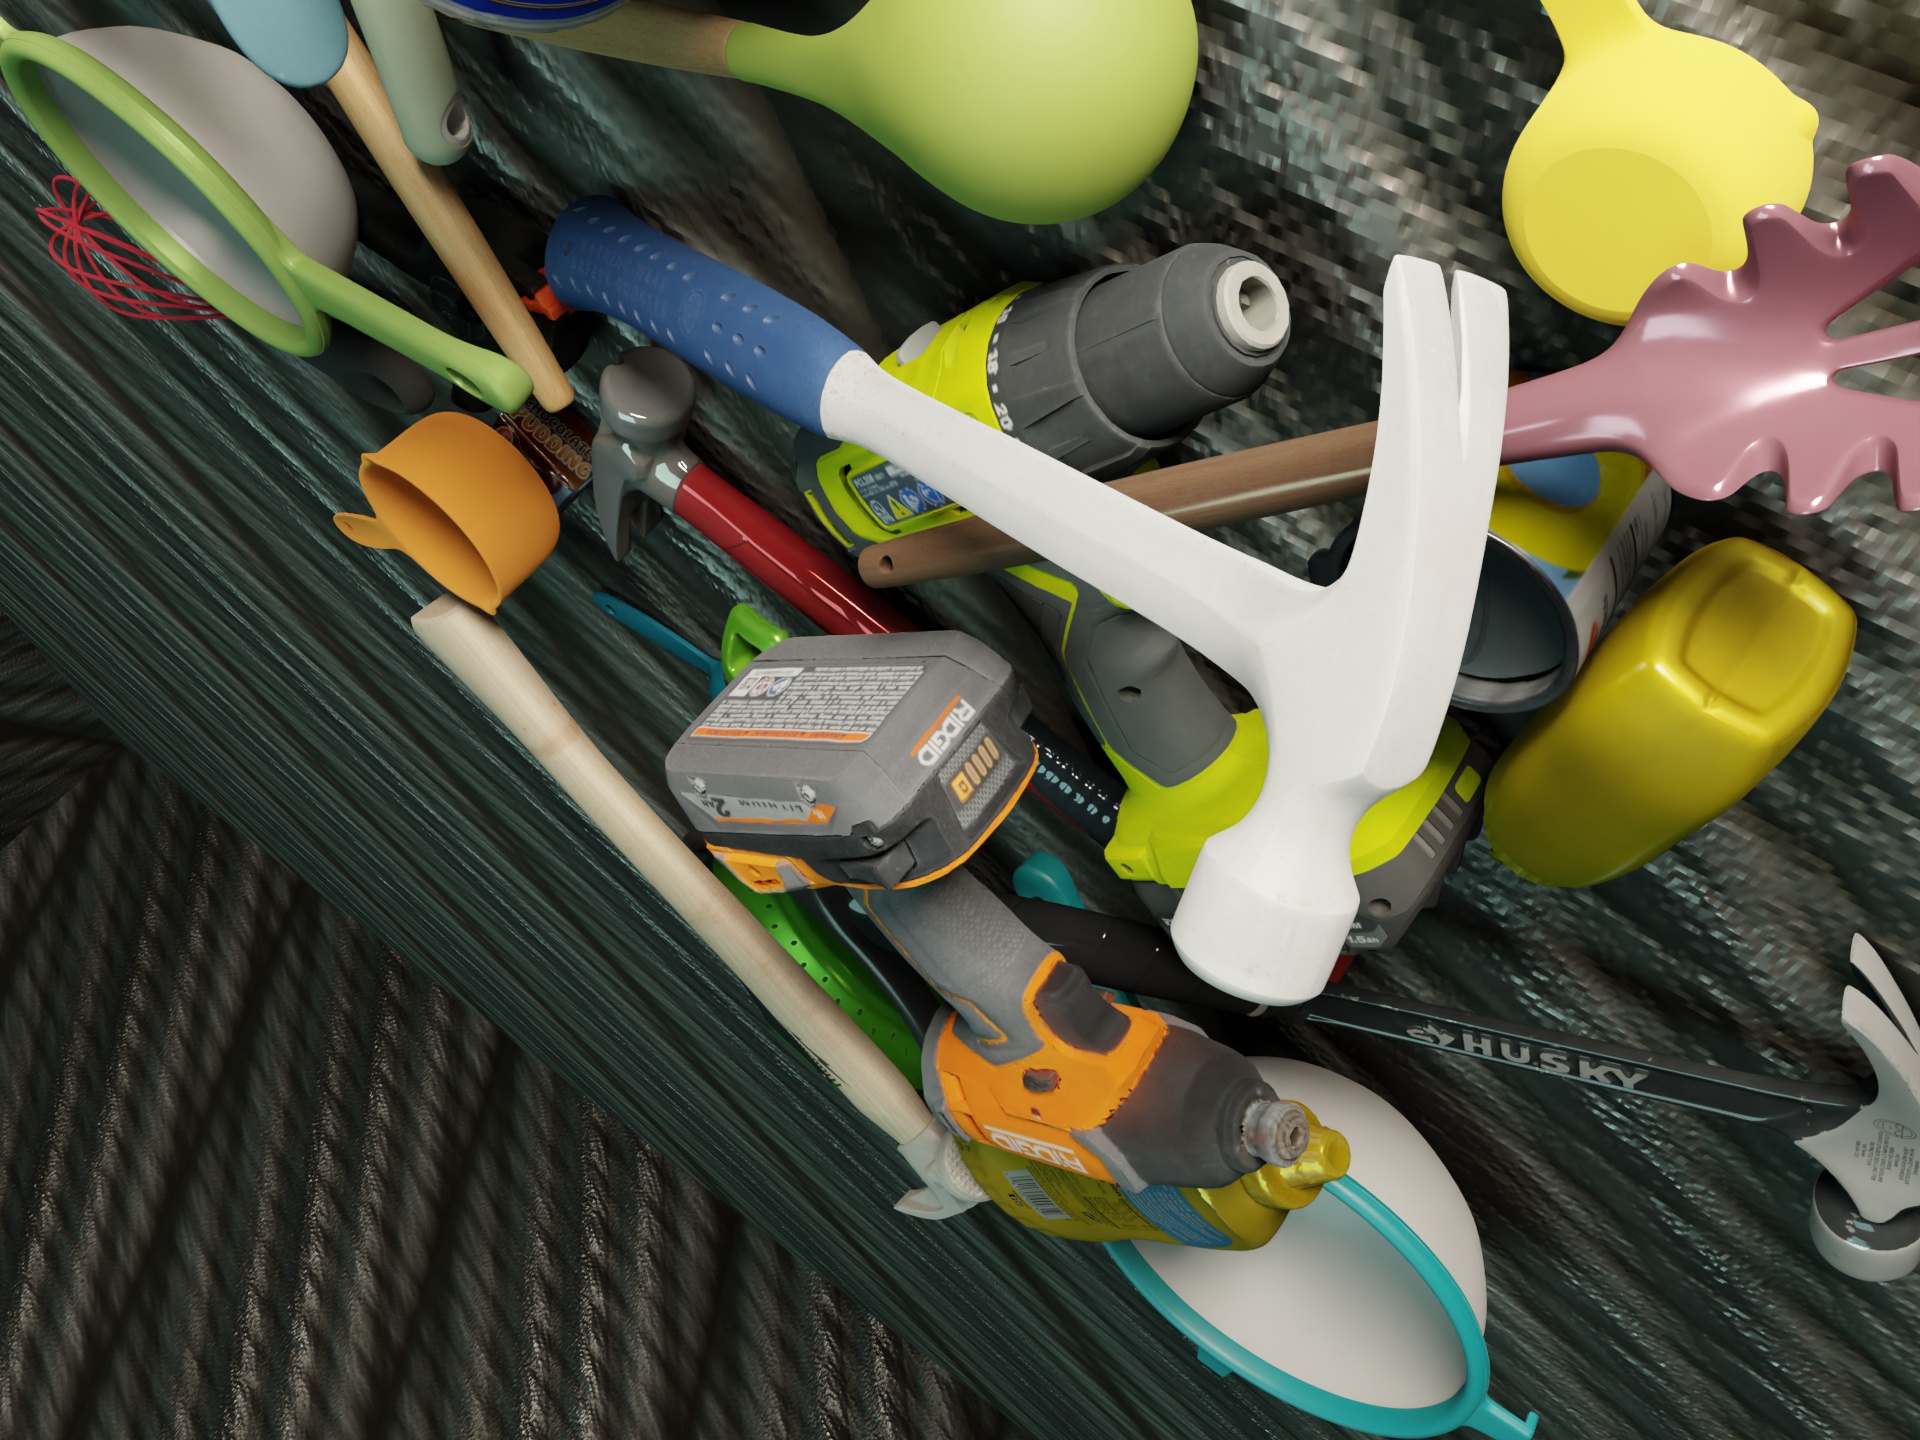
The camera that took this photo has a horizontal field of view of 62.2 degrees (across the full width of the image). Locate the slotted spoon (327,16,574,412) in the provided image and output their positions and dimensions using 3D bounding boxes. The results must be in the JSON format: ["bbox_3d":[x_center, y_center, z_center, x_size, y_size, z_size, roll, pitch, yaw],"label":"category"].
[{"bbox_3d":[-0.228,-0.248,0.561,0.070,0.031,0.313,13,137,59],"label":"slotted spoon"}]

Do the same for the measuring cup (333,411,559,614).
[{"bbox_3d":[-0.258,-0.106,0.779,0.174,0.052,0.095,11,141,50],"label":"measuring cup"}]

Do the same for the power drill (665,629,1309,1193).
[{"bbox_3d":[0.017,0.077,0.548,0.164,0.084,0.226,1,133,48],"label":"power drill"}]

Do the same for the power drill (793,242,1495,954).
[{"bbox_3d":[0.067,-0.034,0.495,0.228,0.080,0.190,52,150,-19],"label":"power drill"}]

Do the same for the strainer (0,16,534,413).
[{"bbox_3d":[-0.249,-0.197,0.615,0.256,0.069,0.151,30,161,17],"label":"strainer"}]

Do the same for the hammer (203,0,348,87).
[{"bbox_3d":[-0.275,-0.280,0.510,0.331,0.033,0.128,44,164,34],"label":"hammer"}]

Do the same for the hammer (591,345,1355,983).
[{"bbox_3d":[-0.001,-0.002,0.684,0.386,0.038,0.143,38,156,4],"label":"hammer"}]

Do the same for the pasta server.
[{"bbox_3d":[0.082,-0.058,0.367,0.316,0.040,0.060,-7,96,43],"label":"pasta server"}]

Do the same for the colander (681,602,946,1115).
[{"bbox_3d":[-0.053,0.063,0.800,0.205,0.094,0.396,35,150,25],"label":"colander"}]

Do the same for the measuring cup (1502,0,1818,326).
[{"bbox_3d":[0.110,-0.141,0.306,0.156,0.029,0.062,49,154,-24],"label":"measuring cup"}]

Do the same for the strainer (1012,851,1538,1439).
[{"bbox_3d":[0.135,0.181,0.748,0.211,0.095,0.340,-12,115,50],"label":"strainer"}]

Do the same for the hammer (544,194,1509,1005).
[{"bbox_3d":[-0.024,-0.093,0.441,0.406,0.035,0.144,38,117,46],"label":"hammer"}]

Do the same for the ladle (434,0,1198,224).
[{"bbox_3d":[-0.069,-0.202,0.459,0.320,0.062,0.078,28,150,38],"label":"ladle"}]

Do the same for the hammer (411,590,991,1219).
[{"bbox_3d":[-0.136,0.094,0.820,0.411,0.038,0.146,46,155,5],"label":"hammer"}]

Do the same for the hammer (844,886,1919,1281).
[{"bbox_3d":[0.130,0.102,0.591,0.409,0.036,0.149,9,140,30],"label":"hammer"}]

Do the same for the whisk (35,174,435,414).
[{"bbox_3d":[-0.364,-0.213,0.796,0.296,0.073,0.073,28,153,25],"label":"whisk"}]

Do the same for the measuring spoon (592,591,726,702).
[{"bbox_3d":[-0.156,-0.032,0.866,0.129,0.021,0.042,31,154,15],"label":"measuring spoon"}]

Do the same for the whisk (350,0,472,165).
[{"bbox_3d":[-0.191,-0.273,0.468,0.059,0.058,0.246,12,145,13],"label":"whisk"}]
